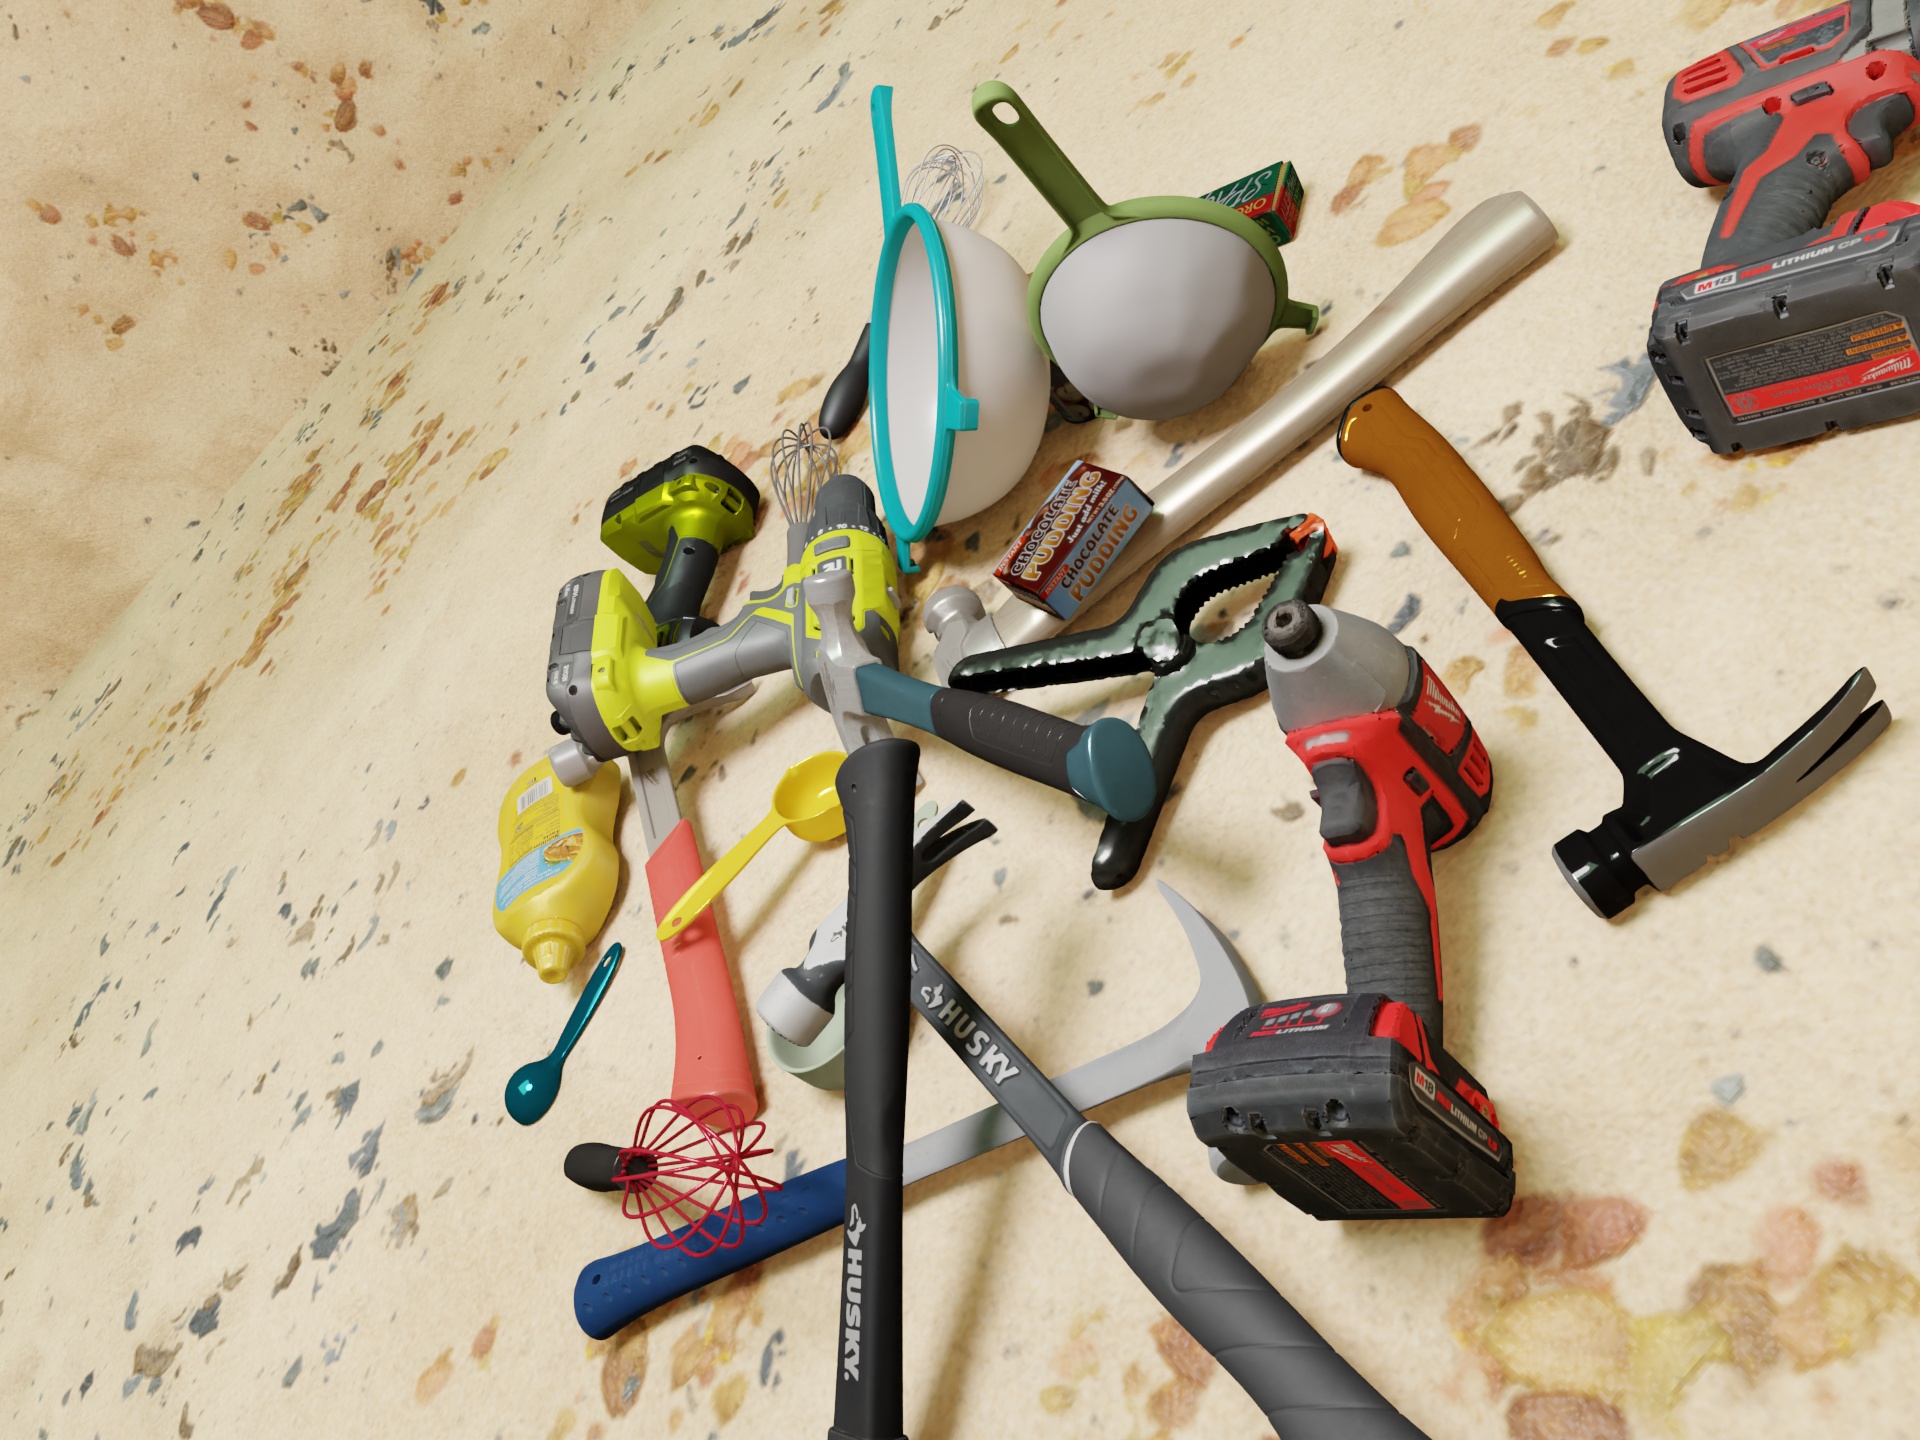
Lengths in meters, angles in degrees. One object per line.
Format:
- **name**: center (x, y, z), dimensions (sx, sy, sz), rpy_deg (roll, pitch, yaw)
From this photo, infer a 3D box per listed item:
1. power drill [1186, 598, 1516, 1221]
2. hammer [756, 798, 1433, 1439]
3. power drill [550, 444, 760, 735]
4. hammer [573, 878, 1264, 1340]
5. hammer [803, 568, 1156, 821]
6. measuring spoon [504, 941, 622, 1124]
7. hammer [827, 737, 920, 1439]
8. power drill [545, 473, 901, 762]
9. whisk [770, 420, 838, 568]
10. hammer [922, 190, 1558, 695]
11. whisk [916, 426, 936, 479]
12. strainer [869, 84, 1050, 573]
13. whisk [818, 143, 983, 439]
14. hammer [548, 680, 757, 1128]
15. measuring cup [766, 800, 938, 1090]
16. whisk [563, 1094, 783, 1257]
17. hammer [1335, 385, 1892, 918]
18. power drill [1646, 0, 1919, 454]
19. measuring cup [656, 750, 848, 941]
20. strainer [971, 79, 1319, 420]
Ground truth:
- **power drill**: center (0.150, 0.064, 0.601), dimensions (0.078, 0.143, 0.220), rpy_deg (-15, 50, 36)
- **hammer**: center (0.045, 0.165, 0.652), dimensions (0.149, 0.036, 0.409), rpy_deg (-51, 37, -2)
- **power drill**: center (-0.238, -0.092, 1.231), dimensions (0.171, 0.080, 0.223), rpy_deg (-22, 46, 32)
- **hammer**: center (-0.032, 0.209, 0.755), dimensions (0.405, 0.035, 0.144), rpy_deg (-30, 39, 25)
- **hammer**: center (-0.001, -0.003, 0.815), dimensions (0.033, 0.128, 0.331), rpy_deg (-17, 16, -23)
- **measuring spoon**: center (-0.257, 0.196, 1.022), dimensions (0.042, 0.021, 0.129), rpy_deg (5, 62, 49)
- **hammer**: center (-0.033, 0.174, 0.666), dimensions (0.146, 0.035, 0.335), rpy_deg (-13, 72, 51)
- **power drill**: center (-0.150, -0.071, 1.061), dimensions (0.228, 0.080, 0.191), rpy_deg (-15, 49, 10)
- **whisk**: center (-0.113, -0.137, 1.167), dimensions (0.055, 0.055, 0.239), rpy_deg (-30, 43, 25)
- **hammer**: center (0.152, -0.137, 0.881), dimensions (0.410, 0.038, 0.146), rpy_deg (-38, 38, 15)
- **whisk**: center (-0.010, -0.265, 1.177), dimensions (0.059, 0.057, 0.247), rpy_deg (118, 162, -52)
- **strainer**: center (-0.002, -0.279, 1.045), dimensions (0.211, 0.095, 0.341), rpy_deg (118, 148, -64)
- **whisk**: center (-0.051, -0.348, 1.288), dimensions (0.070, 0.070, 0.285), rpy_deg (4, 66, 49)
- **hammer**: center (-0.167, 0.099, 0.988), dimensions (0.149, 0.036, 0.359), rpy_deg (-25, 41, -1)
- **measuring cup**: center (-0.042, 0.120, 0.851), dimensions (0.083, 0.038, 0.168), rpy_deg (0, 53, 47)
- **whisk**: center (-0.157, 0.226, 0.798), dimensions (0.296, 0.073, 0.073), rpy_deg (-29, 35, 61)
- **hammer**: center (0.252, -0.066, 0.705), dimensions (0.127, 0.034, 0.337), rpy_deg (-38, 36, 16)
- **power drill**: center (0.394, -0.234, 0.678), dimensions (0.188, 0.080, 0.227), rpy_deg (-10, 47, 42)
- **measuring cup**: center (-0.117, 0.081, 0.949), dimensions (0.156, 0.029, 0.062), rpy_deg (-44, 39, -13)
- **strainer**: center (0.084, -0.241, 0.871), dimensions (0.151, 0.256, 0.069), rpy_deg (-19, 56, 30)
